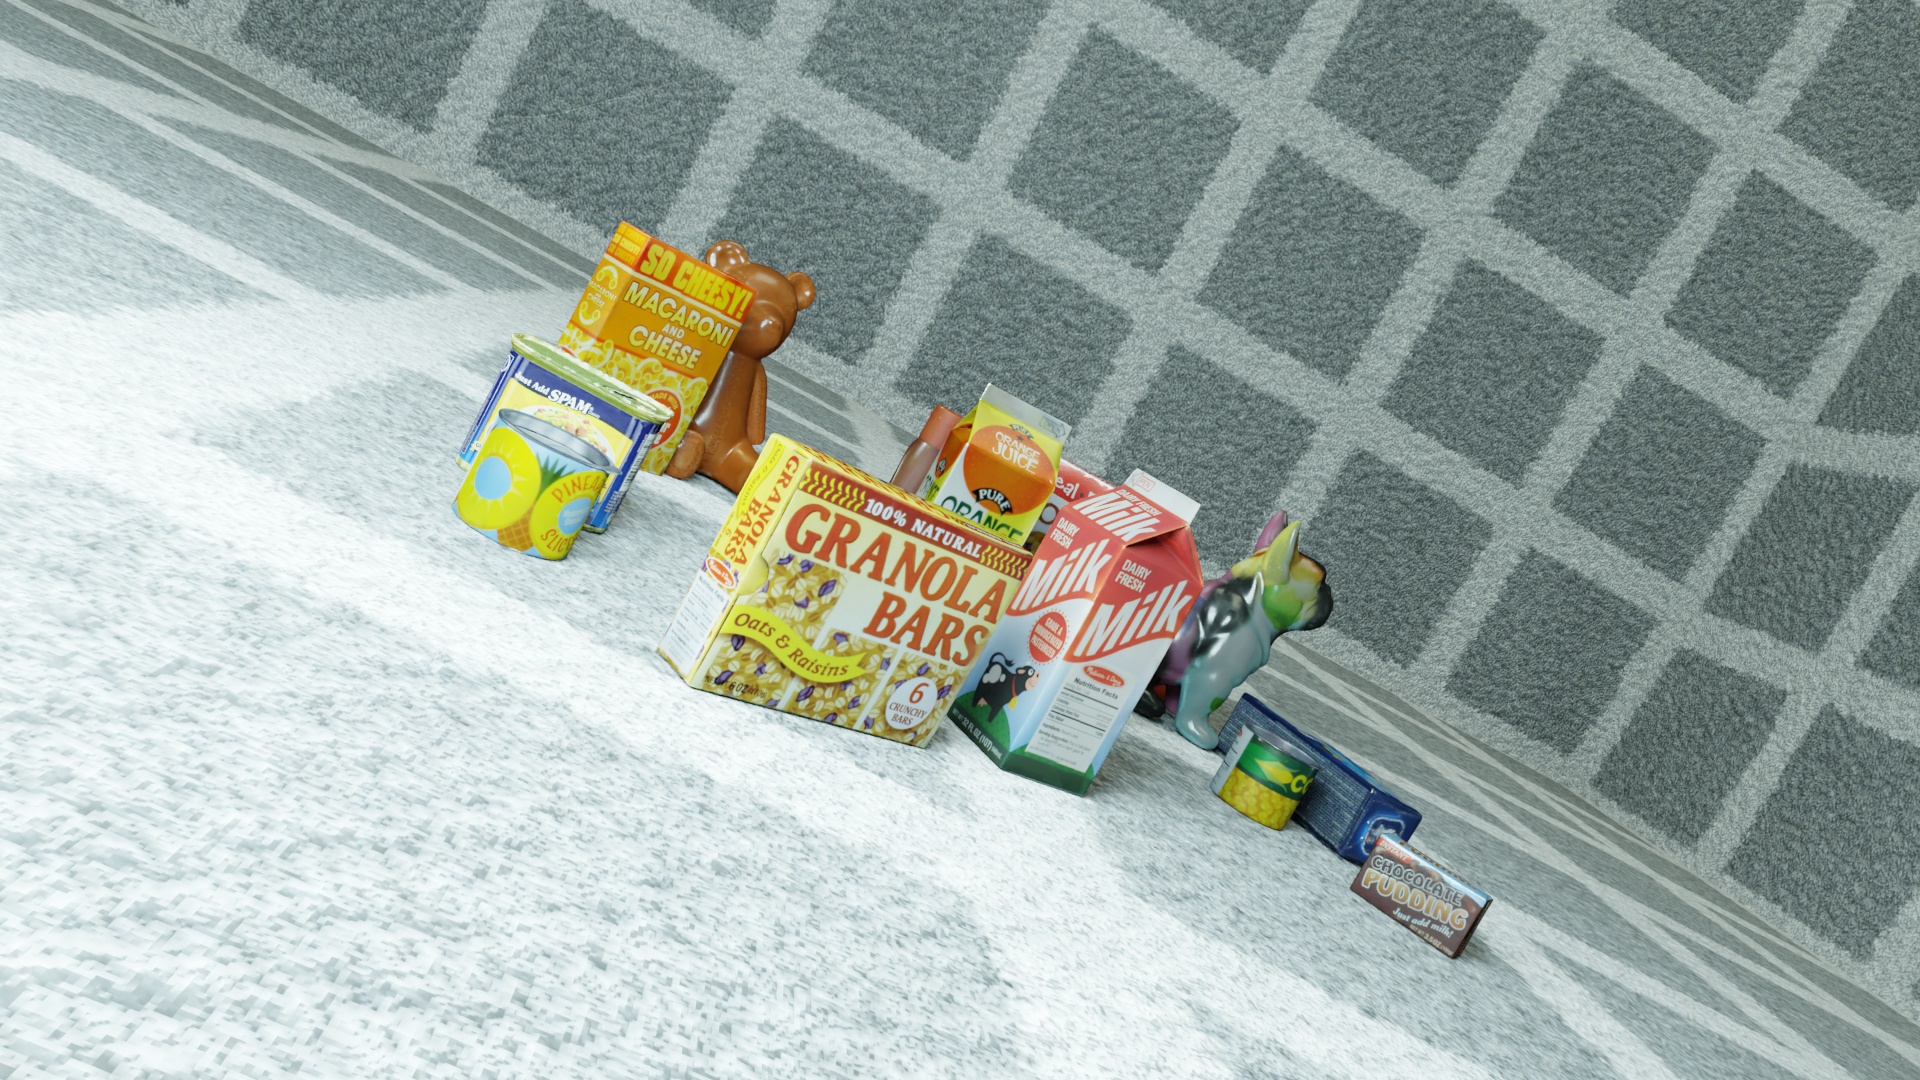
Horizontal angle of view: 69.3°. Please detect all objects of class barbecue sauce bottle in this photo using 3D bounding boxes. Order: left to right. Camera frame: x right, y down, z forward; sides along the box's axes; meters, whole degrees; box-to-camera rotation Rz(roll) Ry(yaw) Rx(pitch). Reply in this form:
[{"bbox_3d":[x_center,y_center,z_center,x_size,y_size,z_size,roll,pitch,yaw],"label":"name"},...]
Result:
[{"bbox_3d":[-0.043,-0.059,1.344,0.044,0.148,0.065,30,6,10],"label":"barbecue sauce bottle"}]

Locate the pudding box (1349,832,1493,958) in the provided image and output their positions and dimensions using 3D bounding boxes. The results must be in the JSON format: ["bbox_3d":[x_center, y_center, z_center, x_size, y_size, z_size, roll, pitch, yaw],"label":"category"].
[{"bbox_3d":[0.325,0.249,0.982,0.084,0.049,0.030,33,7,30],"label":"pudding box"}]

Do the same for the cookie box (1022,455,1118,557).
[{"bbox_3d":[0.067,0.015,1.155,0.123,0.167,0.040,31,6,14],"label":"cookie box"}]

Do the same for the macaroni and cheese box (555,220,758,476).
[{"bbox_3d":[-0.242,-0.142,1.052,0.040,0.166,0.123,33,7,33],"label":"macaroni and cheese box"}]

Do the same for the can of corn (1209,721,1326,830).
[{"bbox_3d":[0.237,0.183,1.074,0.071,0.058,0.071,29,6,-3],"label":"can of corn"}]

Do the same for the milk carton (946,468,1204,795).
[{"bbox_3d":[0.078,0.049,0.841,0.073,0.190,0.072,25,7,-34],"label":"milk carton"}]

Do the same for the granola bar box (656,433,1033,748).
[{"bbox_3d":[-0.053,0.032,0.711,0.165,0.124,0.039,23,8,-43],"label":"granola bar box"}]

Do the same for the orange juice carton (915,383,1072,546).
[{"bbox_3d":[0.004,-0.012,0.988,0.072,0.192,0.073,28,6,-14],"label":"orange juice carton"}]

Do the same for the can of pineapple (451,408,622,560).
[{"bbox_3d":[-0.225,-0.029,0.735,0.071,0.058,0.071,29,6,-3],"label":"can of pineapple"}]
